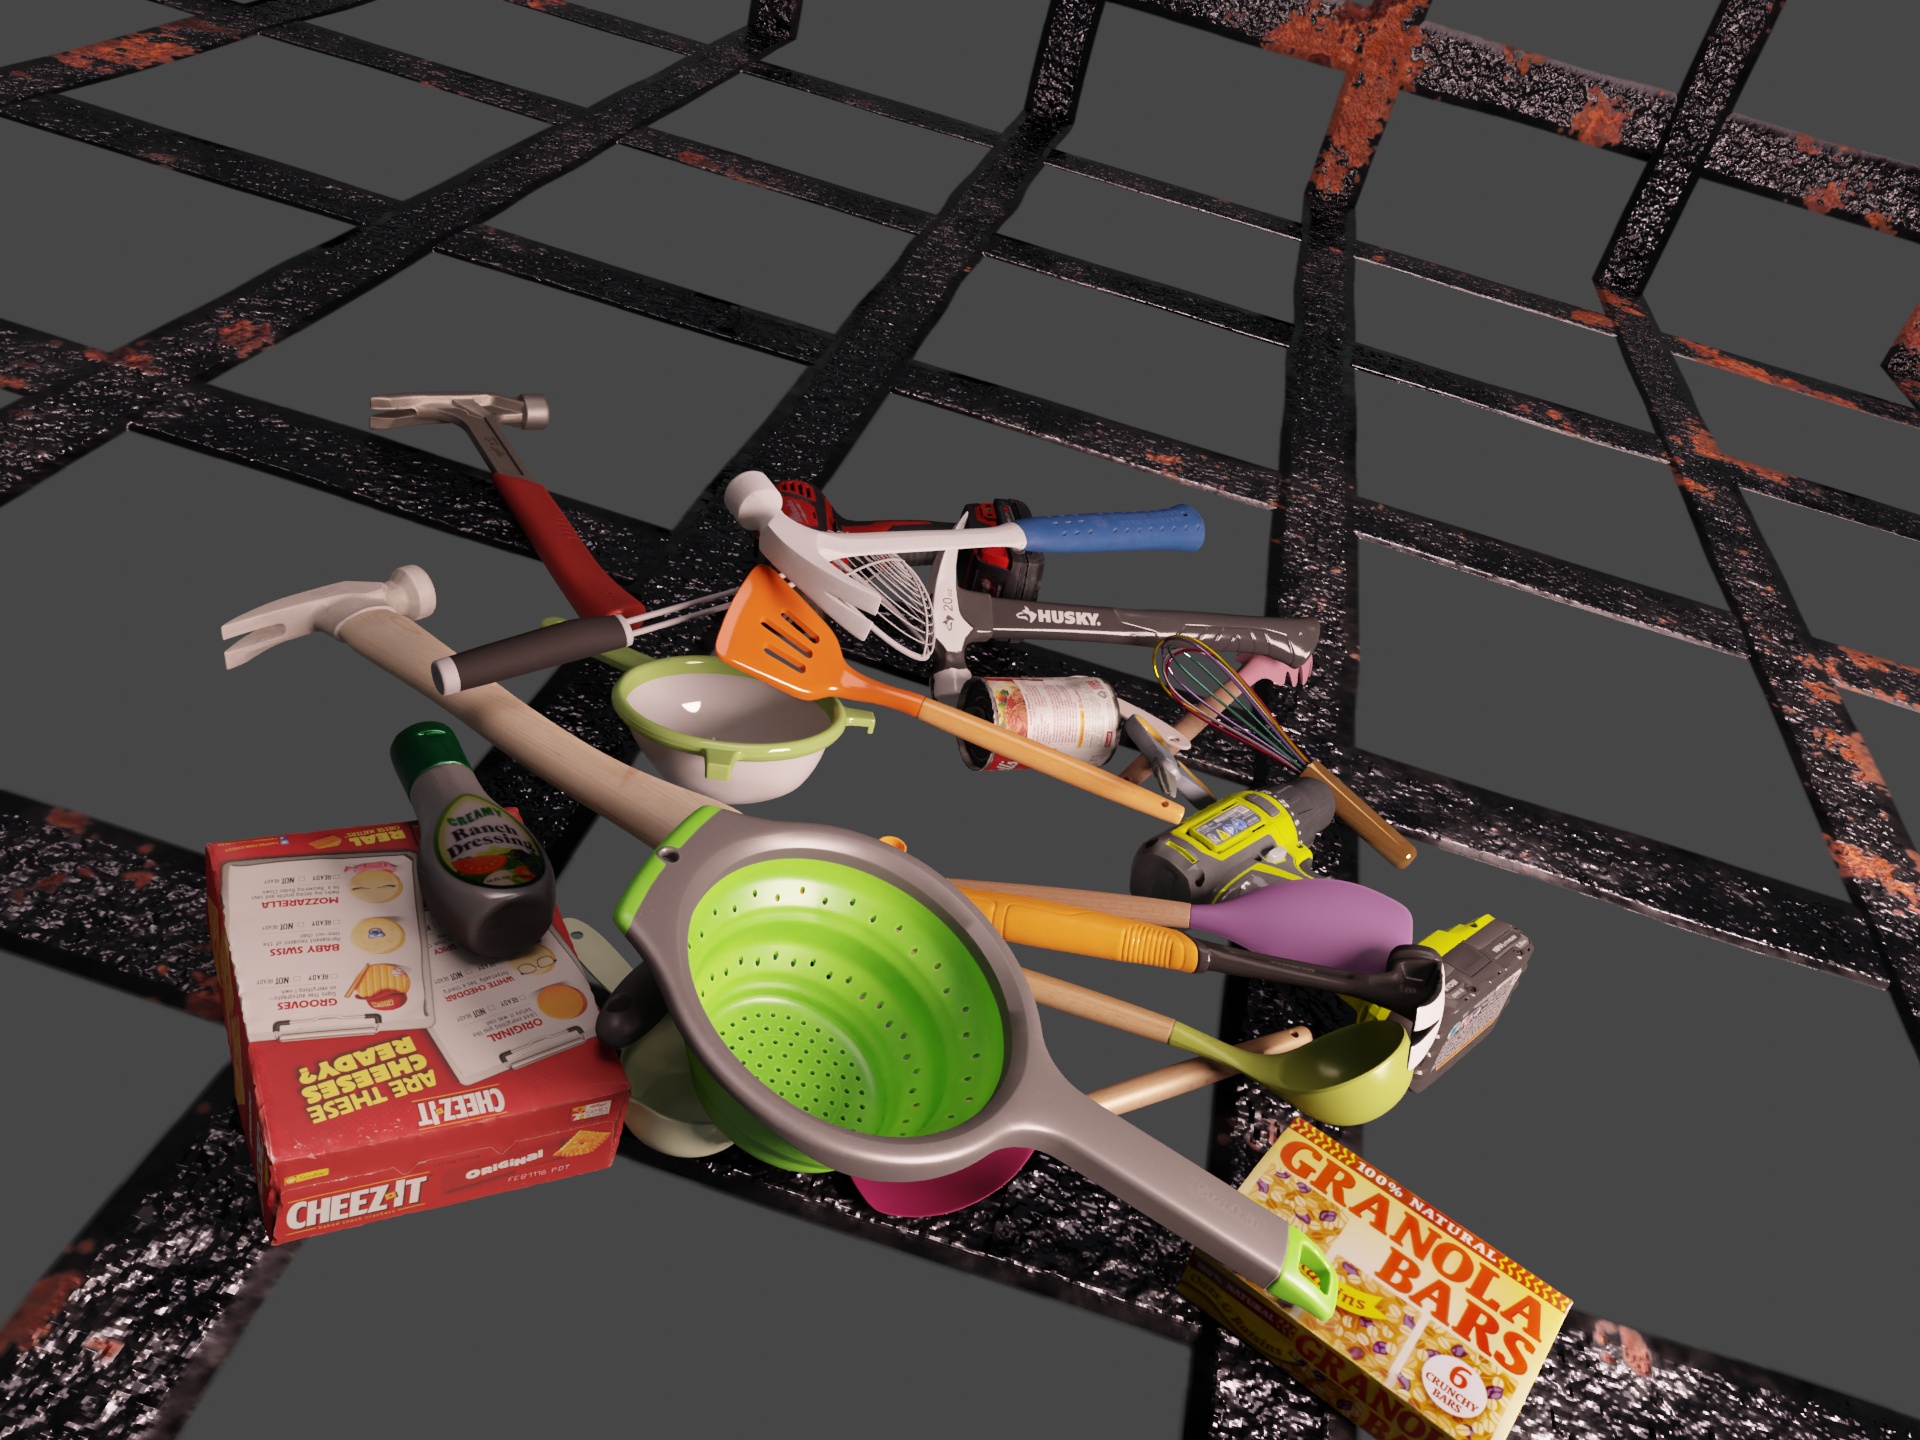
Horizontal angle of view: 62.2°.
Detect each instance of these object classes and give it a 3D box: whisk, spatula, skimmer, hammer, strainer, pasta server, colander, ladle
[{"bbox_3d":[-0.147,0.119,0.866,0.055,0.055,0.239,20,17,5],"label":"whisk"},{"bbox_3d":[0.116,0.116,0.983,0.316,0.018,0.060,4,62,11],"label":"spatula"},{"bbox_3d":[-0.172,-0.053,1.059,0.363,0.090,0.127,-19,54,-33],"label":"skimmer"},{"bbox_3d":[0.130,-0.078,1.237,0.334,0.035,0.146,2,73,-20],"label":"hammer"},{"bbox_3d":[-0.289,0.003,0.979,0.411,0.038,0.146,27,36,33],"label":"hammer"},{"bbox_3d":[-0.194,-0.003,1.062,0.256,0.069,0.151,23,25,31],"label":"strainer"},{"bbox_3d":[0.034,-0.128,1.142,0.405,0.035,0.144,-8,46,-41],"label":"hammer"},{"bbox_3d":[0.238,0.024,1.183,0.245,0.047,0.051,43,8,11],"label":"whisk"},{"bbox_3d":[0.200,-0.007,1.259,0.060,0.040,0.316,31,41,21],"label":"pasta server"},{"bbox_3d":[0.105,0.132,0.919,0.337,0.034,0.127,9,11,16],"label":"hammer"},{"bbox_3d":[-0.002,-0.003,1.032,0.322,0.041,0.081,23,56,-2],"label":"spatula"},{"bbox_3d":[-0.345,-0.167,1.252,0.149,0.036,0.359,-9,41,-32],"label":"hammer"},{"bbox_3d":[0.000,0.199,0.793,0.397,0.094,0.205,32,34,0],"label":"colander"},{"bbox_3d":[0.100,0.162,0.924,0.320,0.062,0.078,16,19,15],"label":"ladle"}]

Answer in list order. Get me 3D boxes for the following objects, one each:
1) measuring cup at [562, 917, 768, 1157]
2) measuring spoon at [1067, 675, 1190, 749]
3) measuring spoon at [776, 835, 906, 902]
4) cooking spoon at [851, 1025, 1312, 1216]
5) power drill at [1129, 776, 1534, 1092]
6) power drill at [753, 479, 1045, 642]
[{"bbox_3d":[-0.170,0.167,0.849,0.083,0.038,0.168,-18,45,-40],"label":"measuring cup"},{"bbox_3d":[0.125,-0.001,1.211,0.034,0.018,0.124,-21,40,-40],"label":"measuring spoon"},{"bbox_3d":[-0.079,0.102,1.005,0.021,0.011,0.117,36,43,28],"label":"measuring spoon"},{"bbox_3d":[0.080,0.217,0.896,0.318,0.017,0.069,-10,39,-32],"label":"cooking spoon"},{"bbox_3d":[0.250,0.123,1.049,0.190,0.080,0.229,-22,46,-41],"label":"power drill"},{"bbox_3d":[-0.052,-0.119,1.271,0.226,0.080,0.188,5,35,-11],"label":"power drill"}]
